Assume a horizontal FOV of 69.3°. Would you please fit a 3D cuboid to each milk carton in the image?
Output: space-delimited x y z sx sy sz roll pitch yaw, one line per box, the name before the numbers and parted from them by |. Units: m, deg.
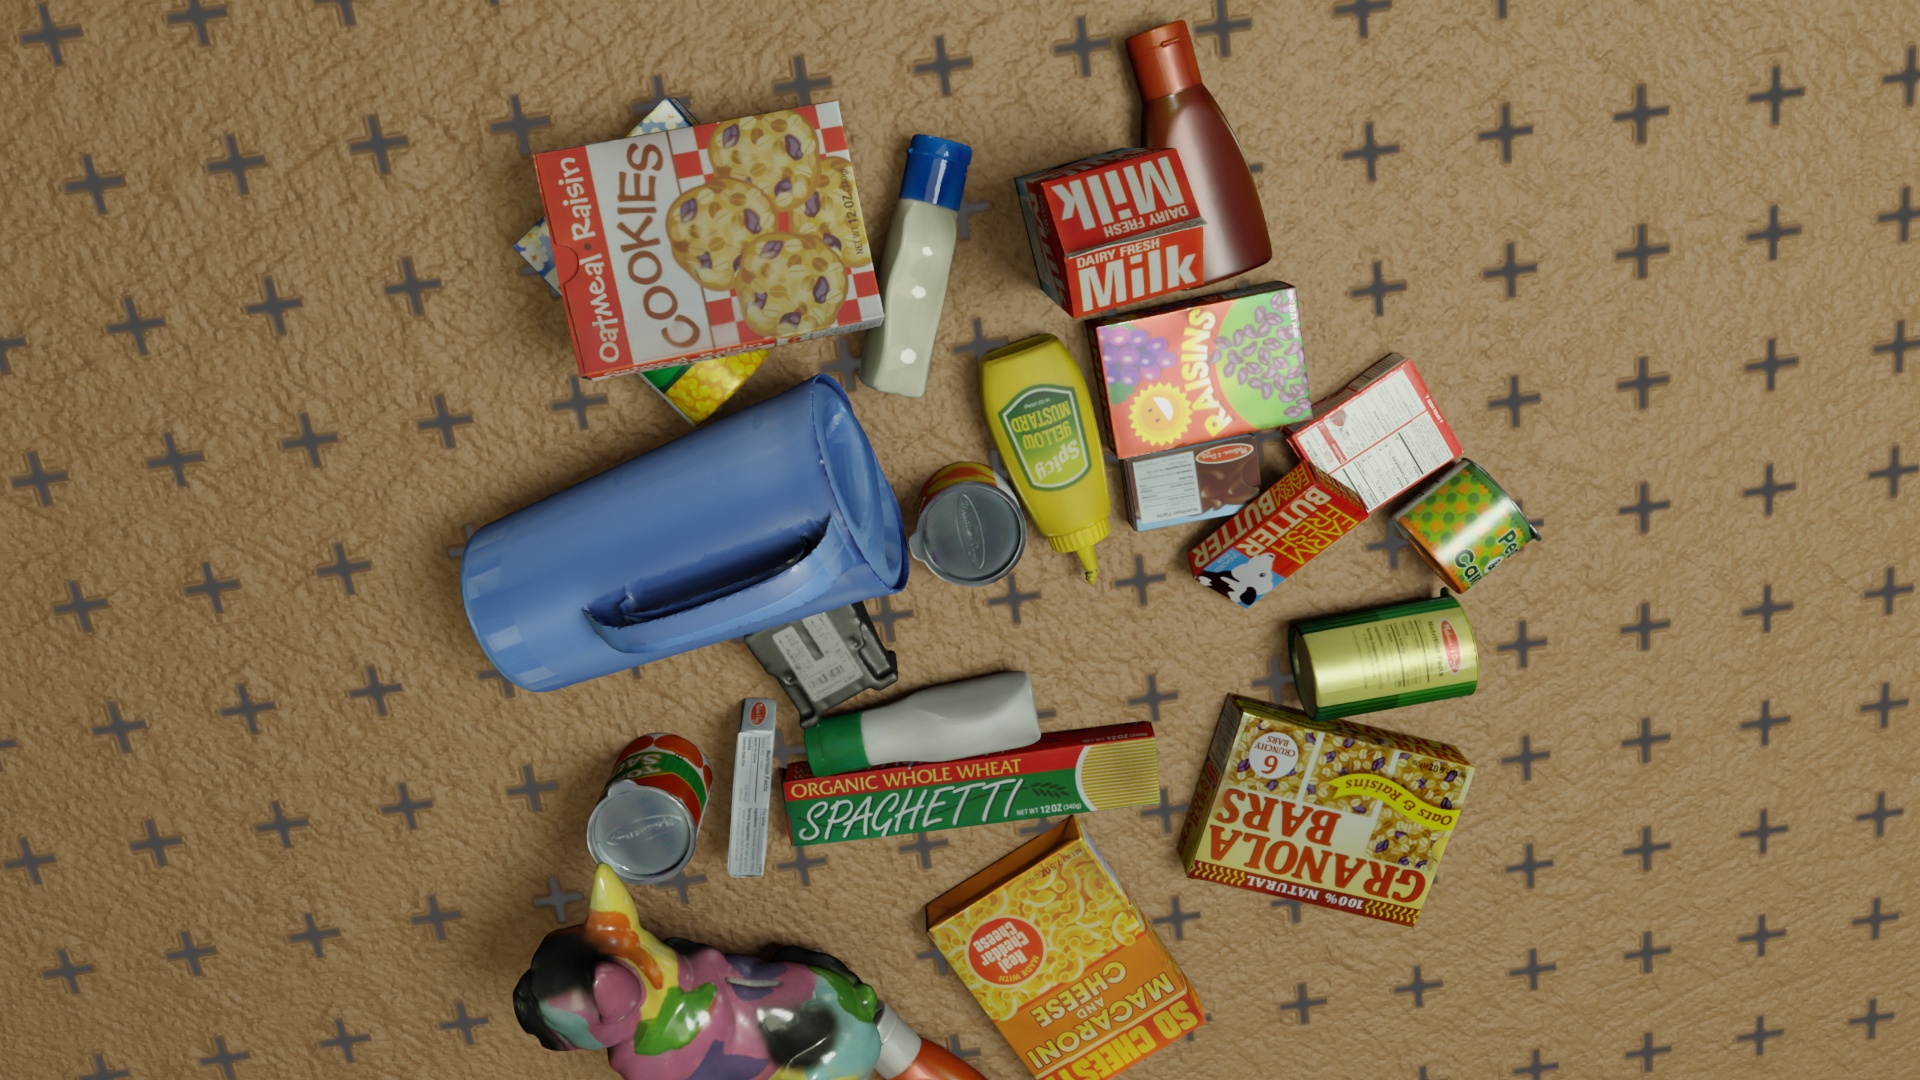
milk carton | 0.080 -0.169 0.752 0.072 0.191 0.073 -15 106 2

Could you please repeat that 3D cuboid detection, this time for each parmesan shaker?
parmesan shaker | 0.269 0.073 0.892 0.103 0.071 0.071 -10 105 1

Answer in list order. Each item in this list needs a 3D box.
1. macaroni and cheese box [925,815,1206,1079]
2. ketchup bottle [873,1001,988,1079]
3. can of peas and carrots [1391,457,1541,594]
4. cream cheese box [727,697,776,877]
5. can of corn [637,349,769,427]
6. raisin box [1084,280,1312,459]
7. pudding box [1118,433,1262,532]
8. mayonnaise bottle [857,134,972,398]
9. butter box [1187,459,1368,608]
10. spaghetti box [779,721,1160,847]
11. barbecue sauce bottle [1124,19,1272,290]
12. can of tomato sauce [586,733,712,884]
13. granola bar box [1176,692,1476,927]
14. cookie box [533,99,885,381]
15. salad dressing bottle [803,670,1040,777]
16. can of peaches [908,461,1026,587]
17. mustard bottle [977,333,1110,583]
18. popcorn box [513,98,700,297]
macaroni and cheese box | 0.073 0.289 0.952 0.123 0.040 0.166 -33 104 6
ketchup bottle | -0.018 0.386 0.971 0.064 0.043 0.148 -39 103 7
can of peas and carrots | 0.316 -0.007 0.870 0.058 0.071 0.071 -40 103 9
cream cheese box | -0.135 0.160 0.900 0.024 0.053 0.103 4 105 -6
can of corn | -0.154 -0.111 0.819 0.071 0.071 0.058 -43 104 8
raisin box | 0.146 -0.105 0.851 0.123 0.040 0.086 -12 106 -1
pudding box | 0.145 -0.038 0.873 0.084 0.030 0.049 -11 104 0
mayonnaise bottle | -0.026 -0.161 0.817 0.041 0.065 0.147 10 101 -15
butter box | 0.196 -0.003 0.863 0.053 0.024 0.103 27 127 -30
spaghetti box | 0.007 0.162 0.920 0.250 0.029 0.050 -7 105 -1
barbecue sauce bottle | 0.135 -0.226 0.816 0.065 0.044 0.148 -21 105 -8
can of tomato sauce | -0.197 0.167 0.883 0.071 0.083 0.071 -1 105 -3
granola bar box | 0.244 0.182 0.932 0.166 0.039 0.124 14 104 -6
cookie box | -0.137 -0.164 0.765 0.168 0.040 0.123 -12 91 -8
salad dressing bottle | -0.024 0.120 0.890 0.148 0.064 0.044 -11 108 3
can of peaches | 0.003 -0.011 0.859 0.071 0.058 0.071 -1 106 -2
mustard bottle | 0.061 -0.045 0.857 0.065 0.049 0.159 -20 105 4
popcorn box | -0.184 -0.184 0.813 0.126 0.038 0.085 -41 103 8
